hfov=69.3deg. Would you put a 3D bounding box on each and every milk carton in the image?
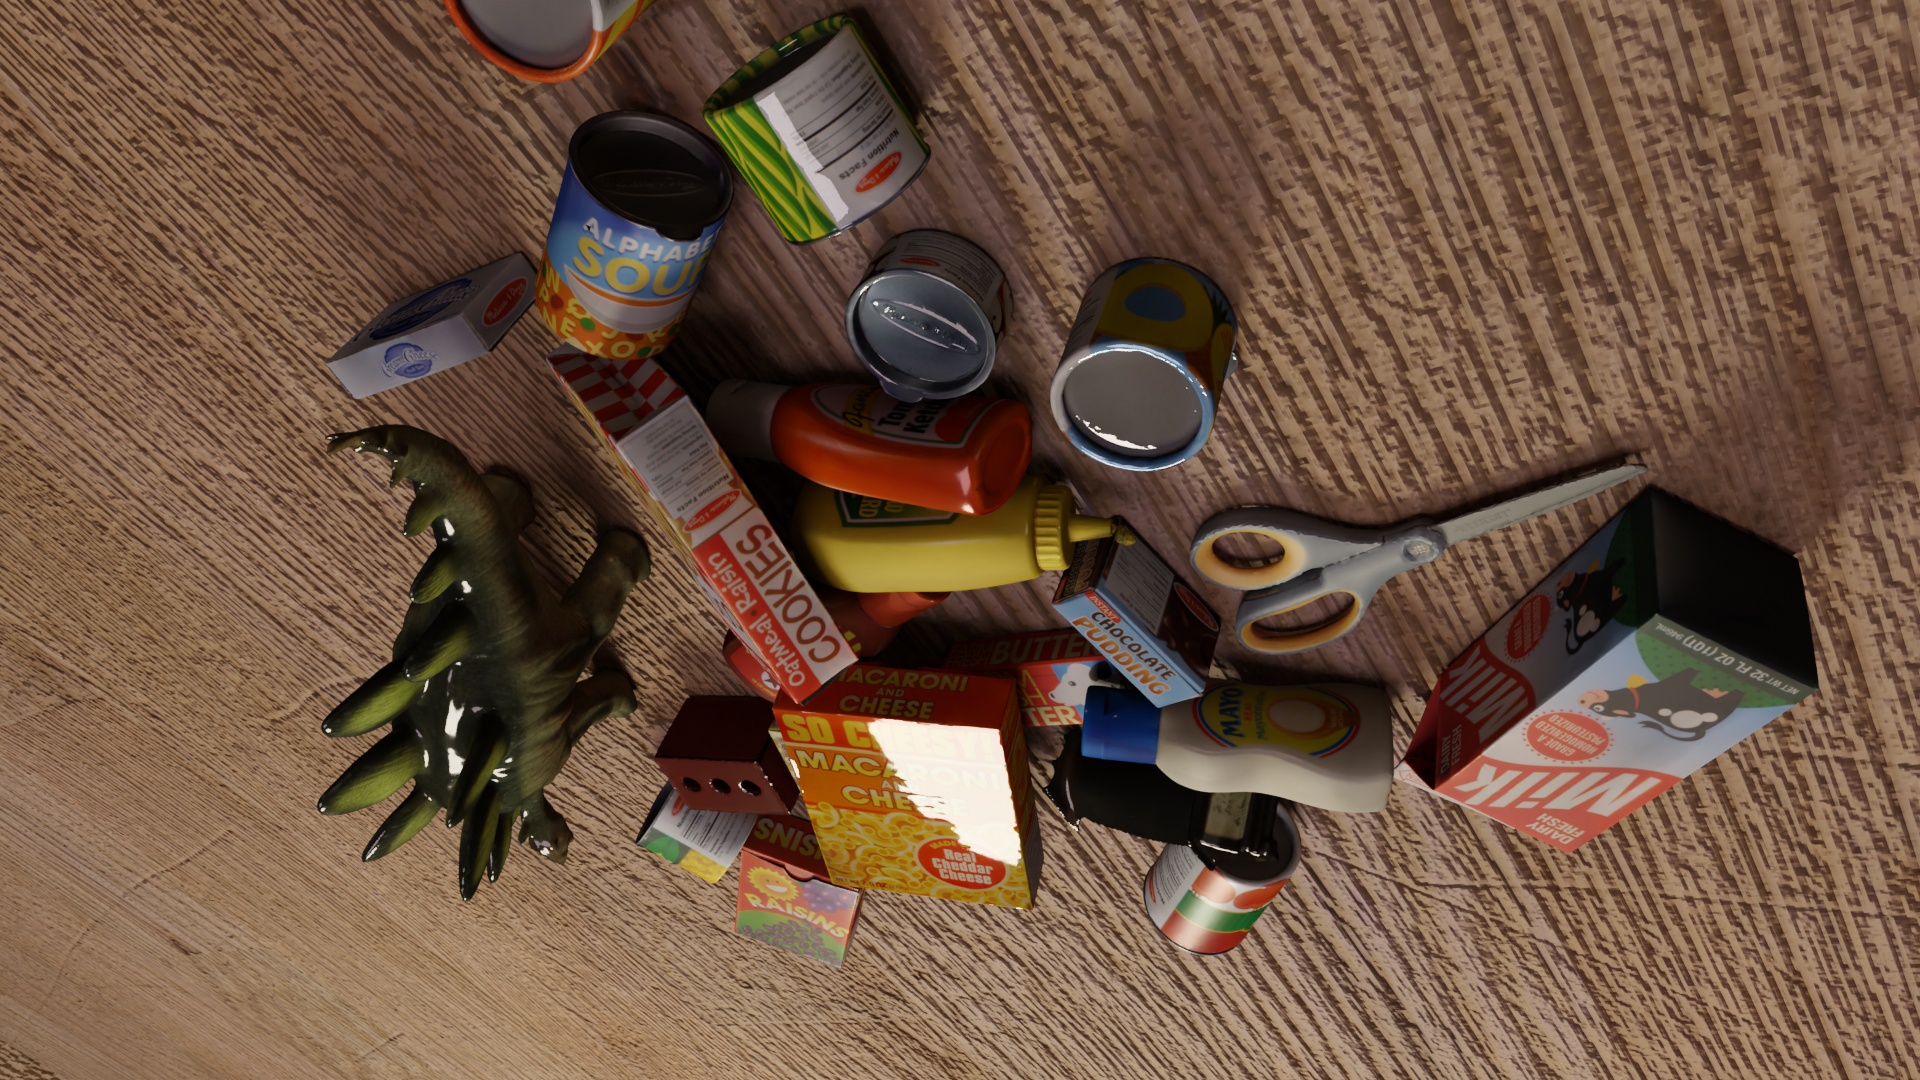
[{"bbox_3d":[0.270,0.072,0.609,0.072,0.074,0.189,24,138,-3],"label":"milk carton"}]

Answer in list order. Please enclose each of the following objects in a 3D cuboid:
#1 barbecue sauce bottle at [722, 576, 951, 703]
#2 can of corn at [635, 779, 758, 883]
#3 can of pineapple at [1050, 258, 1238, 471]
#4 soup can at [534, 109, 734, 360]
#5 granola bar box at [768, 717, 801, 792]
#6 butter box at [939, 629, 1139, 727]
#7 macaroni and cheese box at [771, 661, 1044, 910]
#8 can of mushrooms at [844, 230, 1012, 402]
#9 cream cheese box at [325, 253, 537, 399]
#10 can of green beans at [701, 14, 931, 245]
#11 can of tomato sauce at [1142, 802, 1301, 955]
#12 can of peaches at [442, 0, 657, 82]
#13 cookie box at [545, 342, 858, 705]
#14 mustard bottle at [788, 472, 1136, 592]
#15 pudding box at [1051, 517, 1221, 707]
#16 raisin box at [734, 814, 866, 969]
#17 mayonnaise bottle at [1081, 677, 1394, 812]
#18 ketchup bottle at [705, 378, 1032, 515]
[{"bbox_3d":[-0.063,0.042,0.741,0.065,0.044,0.148,40,135,-20],"label":"barbecue sauce bottle"},{"bbox_3d":[-0.172,0.184,0.917,0.058,0.071,0.070,31,137,-10],"label":"can of corn"},{"bbox_3d":[0.076,-0.069,0.558,0.071,0.058,0.070,12,137,11],"label":"can of pineapple"},{"bbox_3d":[-0.138,-0.124,0.582,0.071,0.072,0.083,29,138,-7],"label":"soup can"},{"bbox_3d":[-0.031,0.158,0.849,0.124,0.039,0.164,0,134,22],"label":"granola bar box"},{"bbox_3d":[0.045,0.075,0.743,0.103,0.024,0.053,-8,131,29],"label":"butter box"},{"bbox_3d":[-0.024,0.135,0.763,0.124,0.040,0.165,3,135,14],"label":"macaroni and cheese box"},{"bbox_3d":[-0.014,-0.094,0.589,0.071,0.034,0.070,11,137,11],"label":"can of mushrooms"},{"bbox_3d":[-0.251,-0.102,0.665,0.103,0.054,0.024,-11,126,31],"label":"cream cheese box"},{"bbox_3d":[-0.054,-0.153,0.520,0.071,0.071,0.057,-13,127,32],"label":"can of green beans"},{"bbox_3d":[0.148,0.185,0.783,0.071,0.071,0.082,20,137,3],"label":"can of tomato sauce"},{"bbox_3d":[-0.150,-0.210,0.508,0.071,0.058,0.070,11,137,11],"label":"can of peaches"},{"bbox_3d":[-0.123,-0.013,0.661,0.123,0.040,0.166,39,162,52],"label":"cookie box"},{"bbox_3d":[0.002,-0.008,0.651,0.160,0.066,0.048,1,137,14],"label":"mustard bottle"},{"bbox_3d":[0.086,0.036,0.667,0.083,0.050,0.030,43,135,-22],"label":"pudding box"},{"bbox_3d":[-0.111,0.245,0.973,0.086,0.040,0.122,19,137,5],"label":"raisin box"},{"bbox_3d":[0.135,0.096,0.687,0.148,0.065,0.041,5,134,8],"label":"mayonnaise bottle"},{"bbox_3d":[-0.046,-0.047,0.632,0.149,0.065,0.043,10,124,25],"label":"ketchup bottle"}]
